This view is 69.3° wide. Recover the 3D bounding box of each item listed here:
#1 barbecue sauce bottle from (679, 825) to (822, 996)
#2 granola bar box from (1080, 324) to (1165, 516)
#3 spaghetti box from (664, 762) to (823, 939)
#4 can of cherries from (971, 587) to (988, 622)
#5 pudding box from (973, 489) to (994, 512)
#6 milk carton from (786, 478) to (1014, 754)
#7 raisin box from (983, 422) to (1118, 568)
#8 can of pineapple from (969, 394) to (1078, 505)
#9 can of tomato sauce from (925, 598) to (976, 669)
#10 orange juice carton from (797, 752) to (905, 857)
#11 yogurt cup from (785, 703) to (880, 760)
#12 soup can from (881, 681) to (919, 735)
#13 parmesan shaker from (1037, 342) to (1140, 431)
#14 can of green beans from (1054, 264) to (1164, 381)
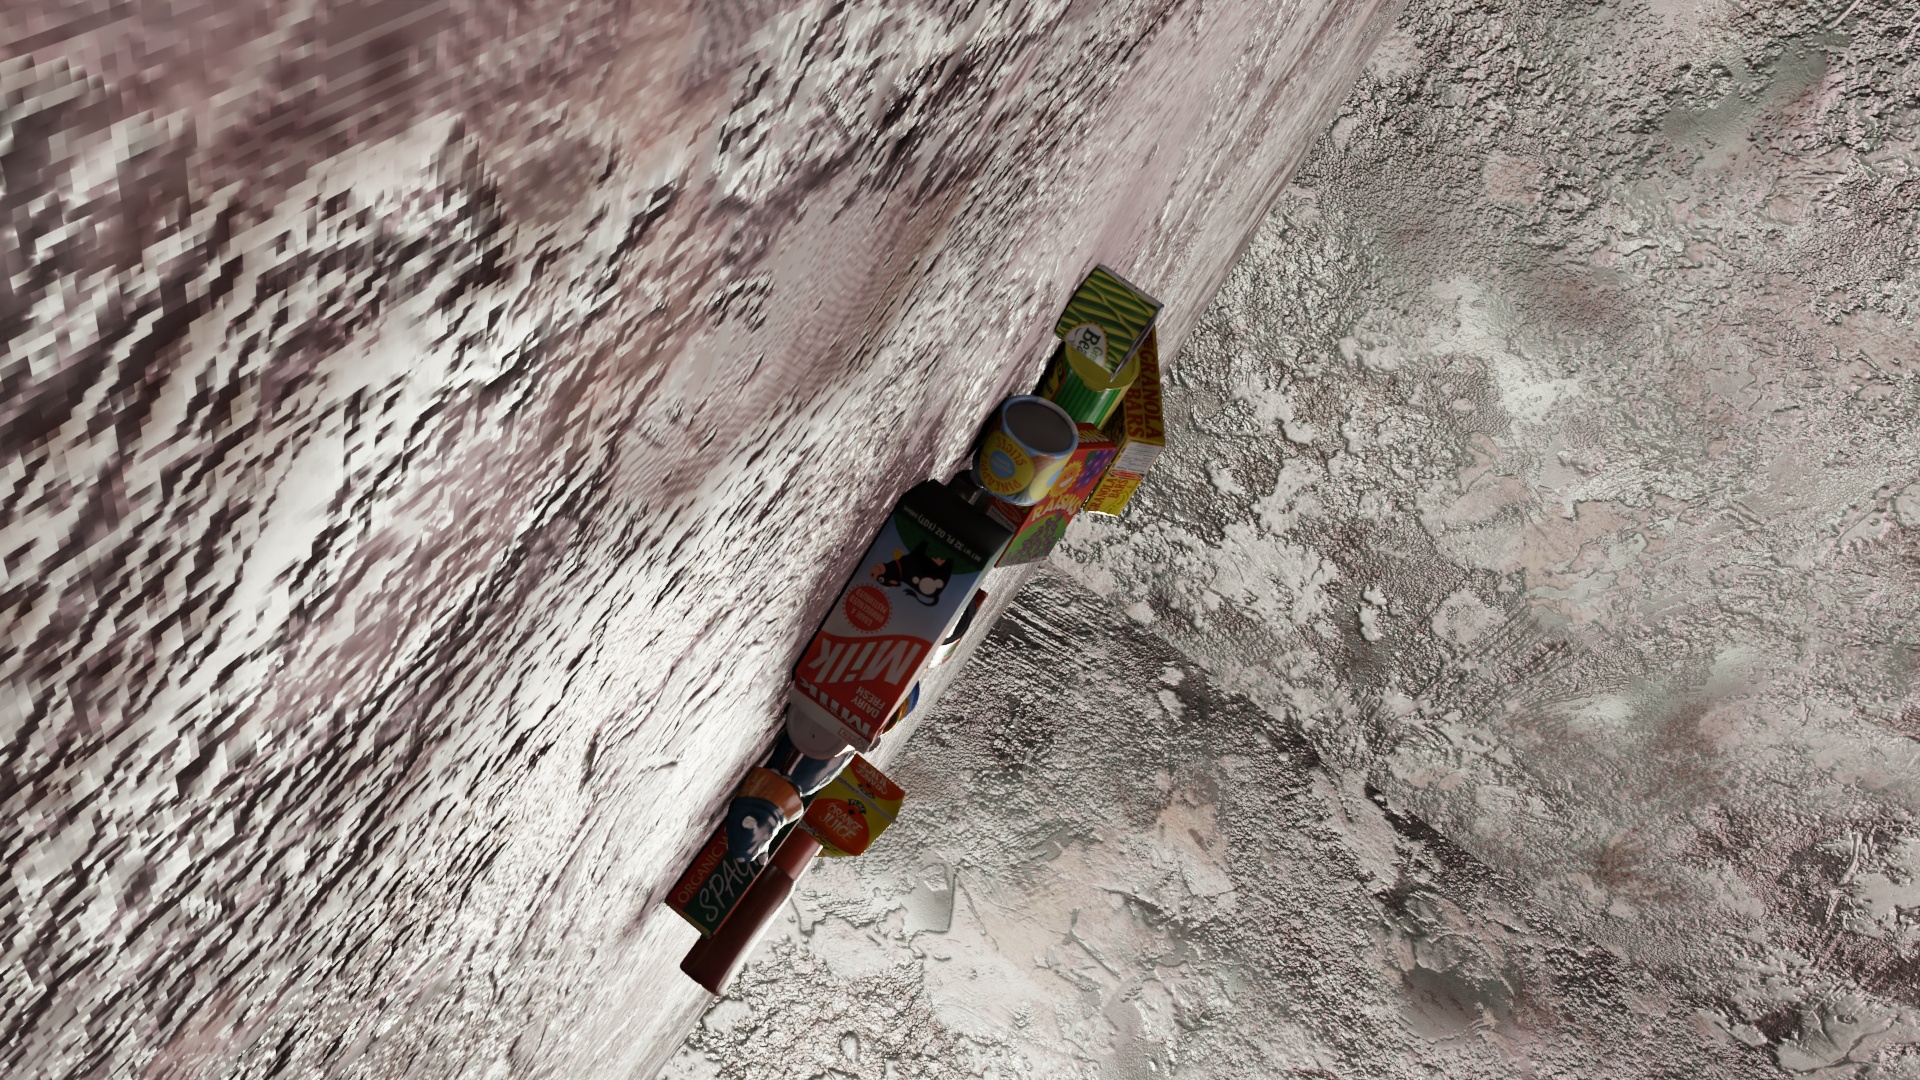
[{"bbox_3d":[-0.175,0.308,1.169,0.149,0.043,0.064,-54,-178,-19],"label":"barbecue sauce bottle"},{"bbox_3d":[0.143,-0.125,1.273,0.123,0.039,0.166,117,-23,-56],"label":"granola bar box"},{"bbox_3d":[-0.148,0.211,1.153,0.251,0.050,0.028,-53,173,-17],"label":"spaghetti box"},{"bbox_3d":[-0.013,0.067,1.414,0.071,0.058,0.071,-55,175,-6],"label":"can of cherries"},{"bbox_3d":[0.004,-0.015,1.204,0.049,0.030,0.084,-58,175,18],"label":"pudding box"},{"bbox_3d":[-0.048,0.058,0.957,0.190,0.072,0.074,-56,175,19],"label":"milk carton"},{"bbox_3d":[0.068,-0.039,1.158,0.086,0.040,0.123,-7,135,-55],"label":"raisin box"},{"bbox_3d":[0.049,-0.069,1.064,0.071,0.071,0.057,-50,172,-45],"label":"can of pineapple"},{"bbox_3d":[-0.027,0.079,1.309,0.071,0.071,0.082,-53,175,-23],"label":"can of tomato sauce"},{"bbox_3d":[-0.114,0.240,1.268,0.073,0.072,0.192,-53,-170,-24],"label":"orange juice carton"},{"bbox_3d":[-0.097,0.134,1.056,0.072,0.072,0.054,-57,167,17],"label":"yogurt cup"},{"bbox_3d":[-0.076,0.139,1.267,0.071,0.071,0.084,-56,175,6],"label":"soup can"},{"bbox_3d":[0.104,-0.127,1.194,0.072,0.071,0.102,-52,175,-34],"label":"parmesan shaker"},{"bbox_3d":[0.113,-0.168,1.059,0.071,0.058,0.071,-54,175,-7],"label":"can of green beans"}]
